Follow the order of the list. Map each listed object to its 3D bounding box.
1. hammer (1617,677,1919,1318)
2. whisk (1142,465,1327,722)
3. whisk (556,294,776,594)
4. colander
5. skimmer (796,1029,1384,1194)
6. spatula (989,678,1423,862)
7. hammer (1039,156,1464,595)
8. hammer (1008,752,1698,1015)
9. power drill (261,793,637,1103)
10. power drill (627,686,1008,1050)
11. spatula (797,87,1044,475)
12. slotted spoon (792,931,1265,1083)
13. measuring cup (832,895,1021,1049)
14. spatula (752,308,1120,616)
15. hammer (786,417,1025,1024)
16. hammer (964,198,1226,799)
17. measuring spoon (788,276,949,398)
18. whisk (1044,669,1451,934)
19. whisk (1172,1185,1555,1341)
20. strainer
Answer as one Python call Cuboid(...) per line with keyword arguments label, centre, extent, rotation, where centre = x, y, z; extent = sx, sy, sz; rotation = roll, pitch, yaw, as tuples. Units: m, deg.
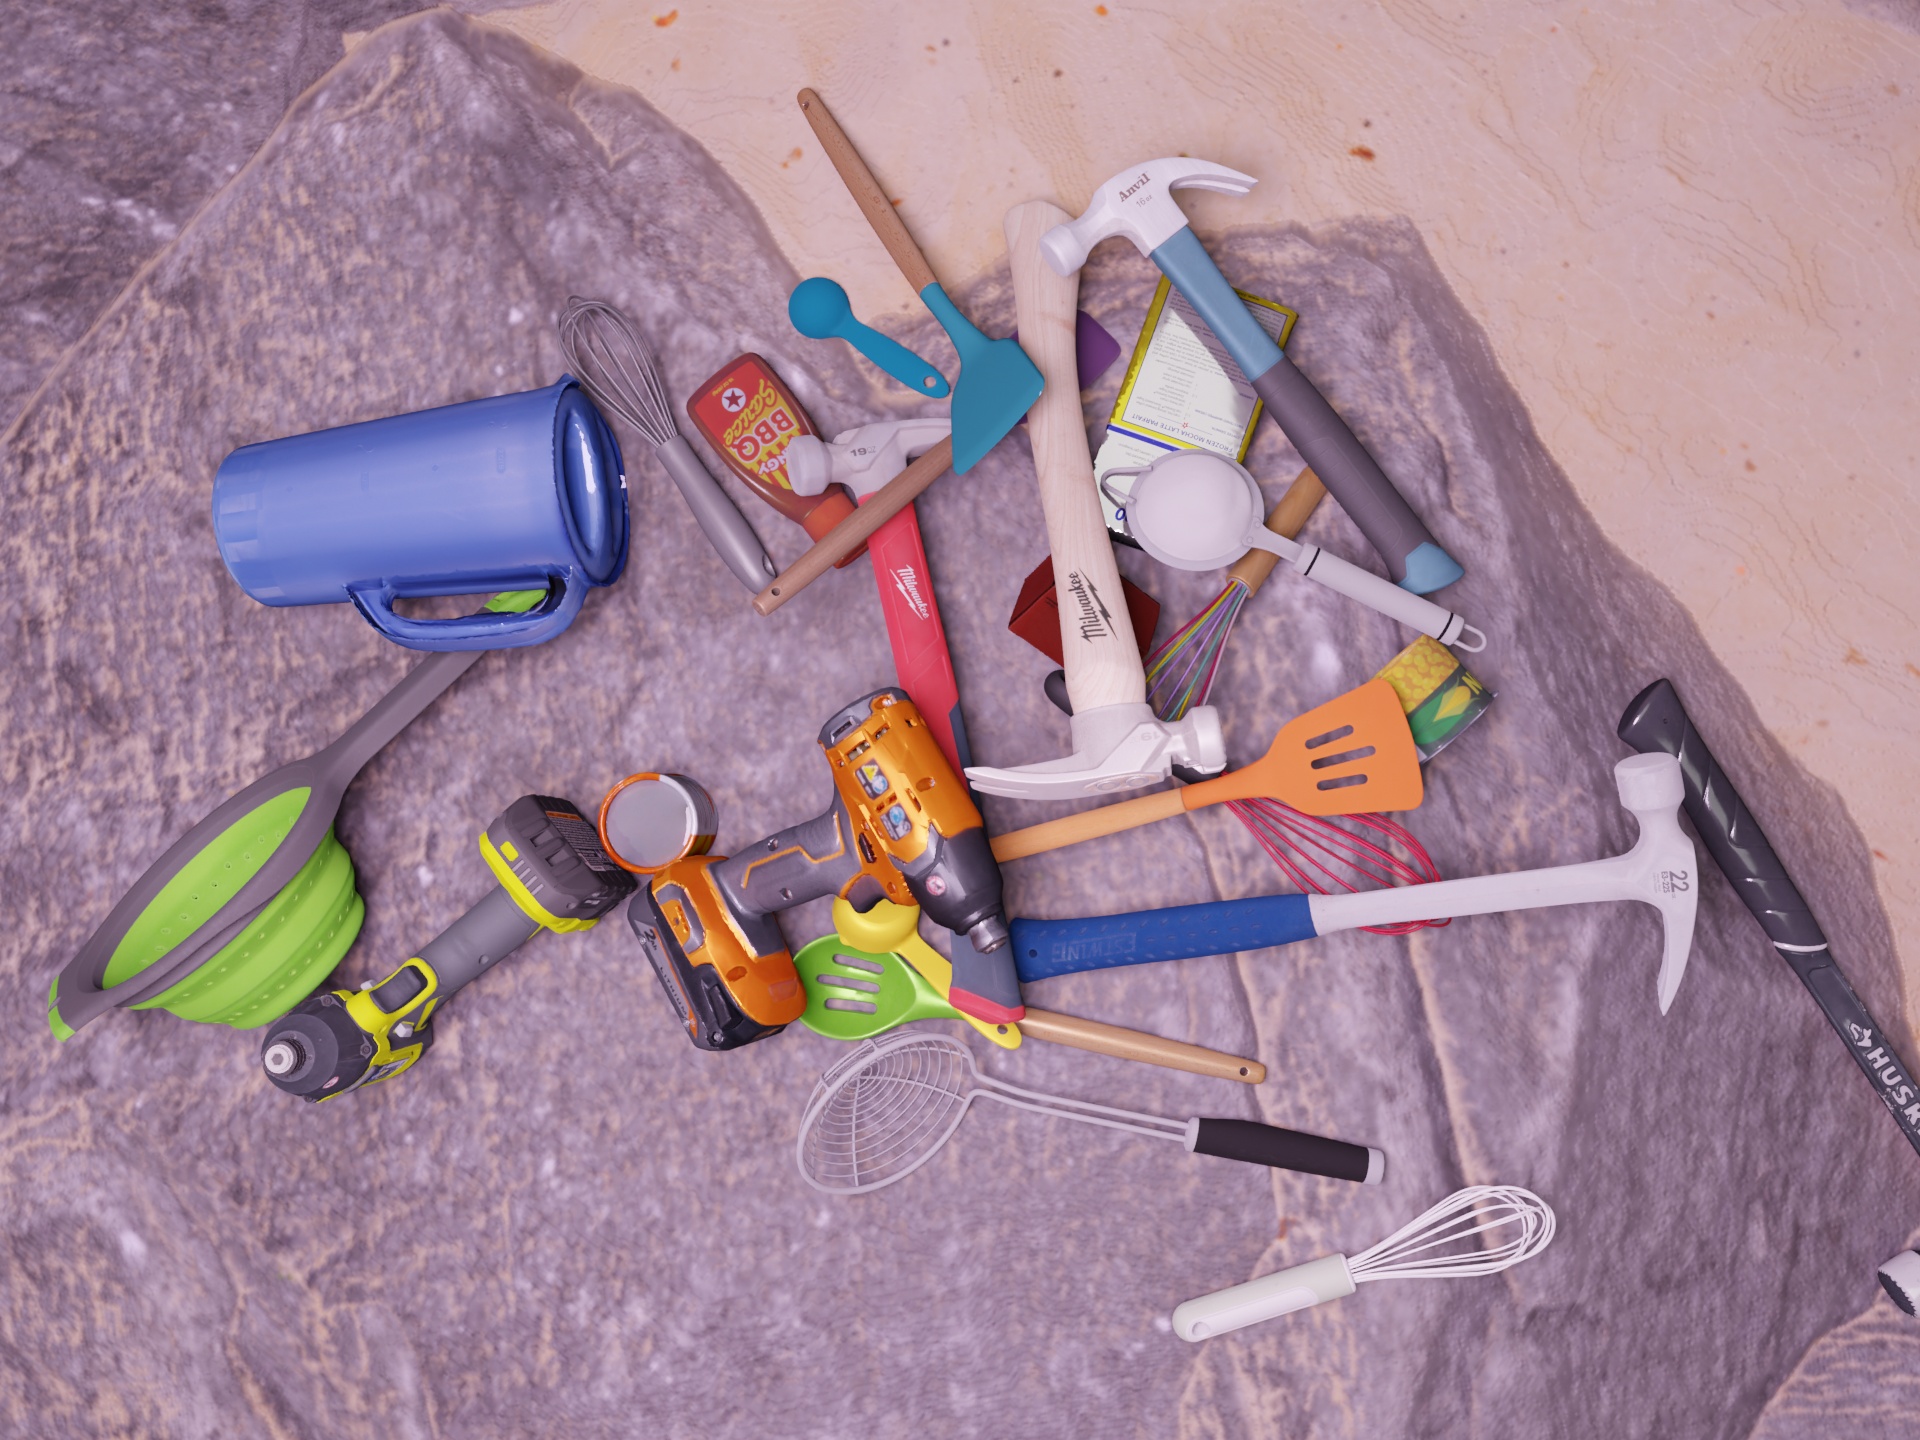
Cuboid(label="hammer", centre=(0.539, 0.154, 0.989), extent=(0.149, 0.036, 0.409), rotation=(-31, 84, 1))
Cuboid(label="whisk", centre=(0.166, -0.066, 1.009), extent=(0.047, 0.051, 0.245), rotation=(42, 73, -17))
Cuboid(label="whisk", centre=(-0.194, -0.183, 1.061), extent=(0.055, 0.055, 0.239), rotation=(-35, 88, 2))
Cuboid(label="colander", centre=(-0.398, 0.071, 1.036), extent=(0.397, 0.205, 0.094), rotation=(-46, 119, -15))
Cuboid(label="skimmer", centre=(0.084, 0.268, 0.989), extent=(0.363, 0.090, 0.127), rotation=(10, 121, 2))
Cuboid(label="spatula", centre=(0.120, 0.055, 0.994), extent=(0.322, 0.041, 0.081), rotation=(-17, 86, 22))
Cuboid(label="hammer", centre=(0.200, -0.209, 0.997), extent=(0.128, 0.033, 0.331), rotation=(-40, 95, -3))
Cuboid(label="hammer", centre=(0.224, 0.121, 0.955), extent=(0.405, 0.035, 0.144), rotation=(-10, 99, 22))
Cuboid(label="power drill", centre=(-0.321, 0.147, 0.990), extent=(0.223, 0.171, 0.080), rotation=(-40, 85, -2))
Cuboid(label="power drill", centre=(-0.080, 0.108, 0.955), extent=(0.226, 0.084, 0.164), rotation=(-38, 74, 23))
Cuboid(label="spatula", centre=(-0.037, -0.299, 1.024), extent=(0.082, 0.044, 0.318), rotation=(-42, 67, 30))
Cuboid(label="slotted spoon", centre=(0.041, 0.196, 1.029), extent=(0.314, 0.031, 0.070), rotation=(12, 88, 3))
Cuboid(label="measuring cup", centre=(-0.018, 0.150, 1.012), extent=(0.157, 0.029, 0.062), rotation=(41, 62, 18))
Cuboid(label="spatula", centre=(-0.015, -0.167, 1.006), extent=(0.060, 0.018, 0.316), rotation=(44, 67, 6))
Cuboid(label="hammer", centre=(-0.002, -0.003, 1.006), extent=(0.143, 0.038, 0.386), rotation=(-10, 82, -19))
Cuboid(label="hammer", centre=(0.056, -0.148, 0.975), extent=(0.146, 0.038, 0.411), rotation=(-9, 66, 5))
Cuboid(label="measuring spoon", centre=(-0.061, -0.256, 1.066), extent=(0.128, 0.021, 0.042), rotation=(35, 90, 7))
Cuboid(label="whisk", centre=(0.180, 0.049, 1.013), extent=(0.296, 0.073, 0.073), rotation=(32, 89, 11))
Cuboid(label="whisk", centre=(0.250, 0.344, 0.995), extent=(0.246, 0.059, 0.057), rotation=(-20, 113, 7))
Cuboid(label="strainer", centre=(0.207, -0.105, 0.981), extent=(0.258, 0.050, 0.087), rotation=(27, 72, 4))
